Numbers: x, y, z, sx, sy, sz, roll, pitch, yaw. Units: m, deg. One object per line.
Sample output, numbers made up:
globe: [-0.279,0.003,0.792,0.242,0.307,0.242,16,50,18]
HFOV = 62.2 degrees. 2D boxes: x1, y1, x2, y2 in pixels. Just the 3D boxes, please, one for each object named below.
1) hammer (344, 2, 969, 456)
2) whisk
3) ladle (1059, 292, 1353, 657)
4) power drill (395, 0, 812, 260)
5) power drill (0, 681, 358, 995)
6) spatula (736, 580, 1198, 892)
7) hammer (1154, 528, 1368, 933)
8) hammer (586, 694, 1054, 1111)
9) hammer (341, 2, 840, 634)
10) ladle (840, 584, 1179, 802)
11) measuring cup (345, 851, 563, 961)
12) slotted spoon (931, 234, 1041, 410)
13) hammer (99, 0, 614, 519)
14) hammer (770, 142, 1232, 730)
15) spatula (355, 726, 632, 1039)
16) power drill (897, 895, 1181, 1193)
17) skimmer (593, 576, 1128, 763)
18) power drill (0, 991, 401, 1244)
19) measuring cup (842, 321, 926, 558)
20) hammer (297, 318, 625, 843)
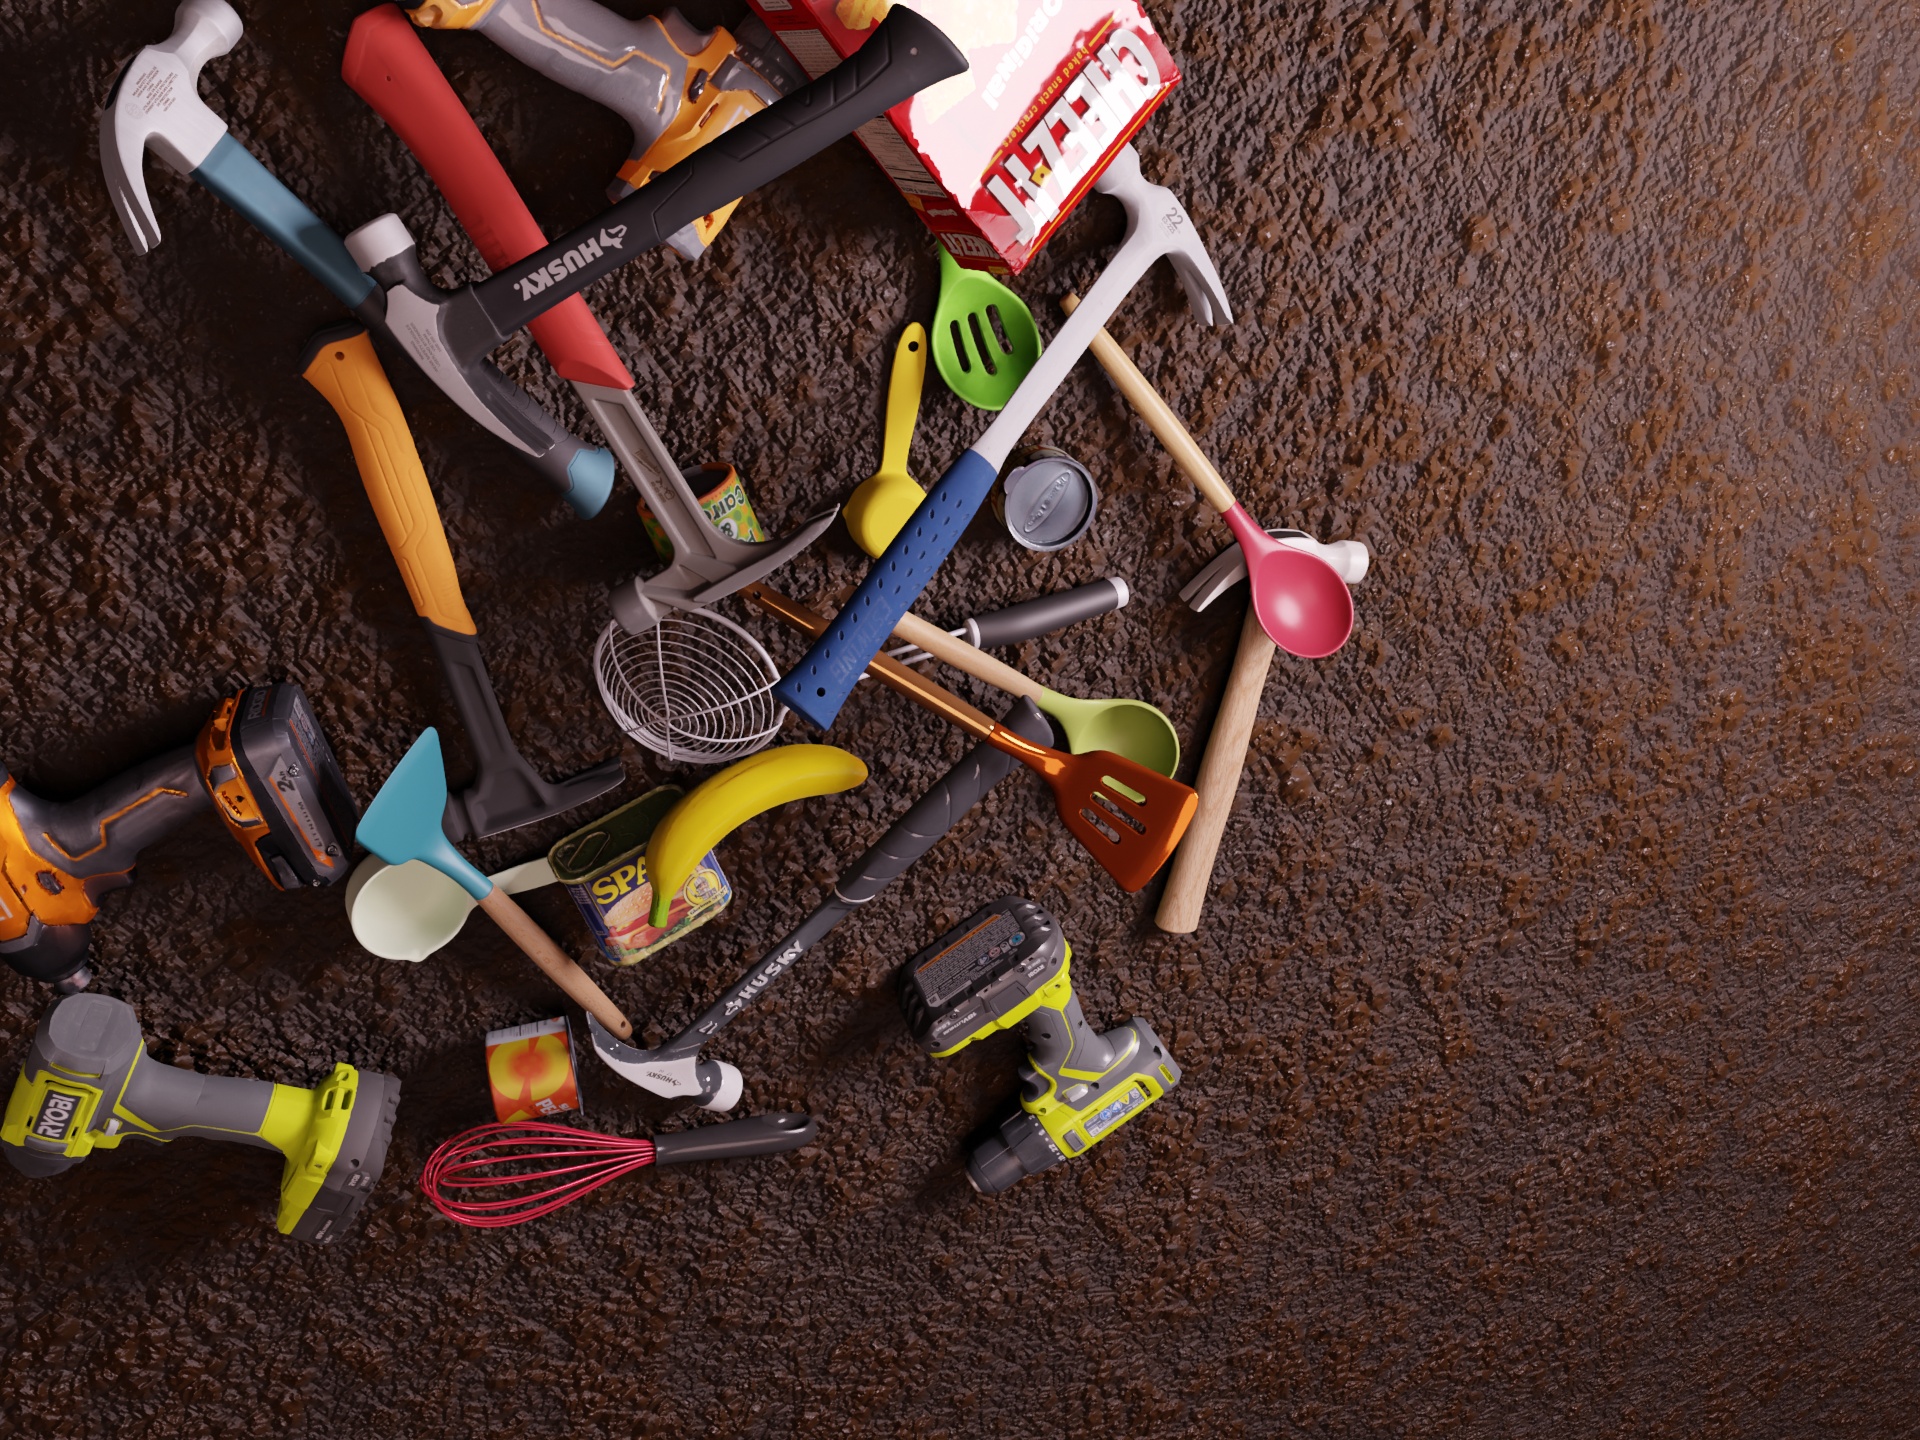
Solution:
hammer: [-0.147,-0.268,0.835,0.335,0.035,0.146,-26,109,11]
whisk: [-0.248,0.324,1.184,0.295,0.073,0.073,-2,116,-24]
ladle: [0.166,-0.164,1.083,0.069,0.031,0.315,-45,111,-7]
power drill: [-0.176,-0.388,0.852,0.226,0.084,0.185,36,93,-34]
power drill: [-0.494,0.077,0.969,0.226,0.084,0.164,-16,121,-7]
spatula: [-0.002,-0.003,1.008,0.322,0.041,0.081,31,103,-9]
hammer: [0.201,0.015,1.202,0.130,0.031,0.331,4,114,-21]
hammer: [-0.090,0.127,1.100,0.409,0.036,0.149,-44,136,15]
hammer: [-0.216,-0.228,0.891,0.149,0.037,0.358,-26,109,11]
ladle: [0.039,-0.019,1.073,0.319,0.062,0.078,26,112,-44]
measuring cup: [-0.328,0.105,1.069,0.167,0.038,0.083,-15,121,-31]
slotted spoon: [-0.019,-0.337,0.960,0.070,0.031,0.313,-23,118,-7]
hammer: [-0.318,-0.231,0.884,0.330,0.033,0.128,43,62,-35]
hammer: [0.024,-0.164,0.980,0.144,0.035,0.405,41,78,-29]
spatula: [-0.294,0.130,1.051,0.082,0.044,0.317,-64,143,-31]
power drill: [0.049,0.263,1.246,0.190,0.080,0.228,-35,123,0]
skimmer: [-0.060,-0.058,1.077,0.363,0.090,0.127,-18,134,-22]
power drill: [-0.503,0.270,1.050,0.223,0.080,0.171,22,127,-23]
measuring cup: [-0.037,-0.176,1.027,0.062,0.029,0.156,1,116,-19]
hammer: [-0.314,-0.081,0.977,0.127,0.034,0.336,-18,119,-9]
